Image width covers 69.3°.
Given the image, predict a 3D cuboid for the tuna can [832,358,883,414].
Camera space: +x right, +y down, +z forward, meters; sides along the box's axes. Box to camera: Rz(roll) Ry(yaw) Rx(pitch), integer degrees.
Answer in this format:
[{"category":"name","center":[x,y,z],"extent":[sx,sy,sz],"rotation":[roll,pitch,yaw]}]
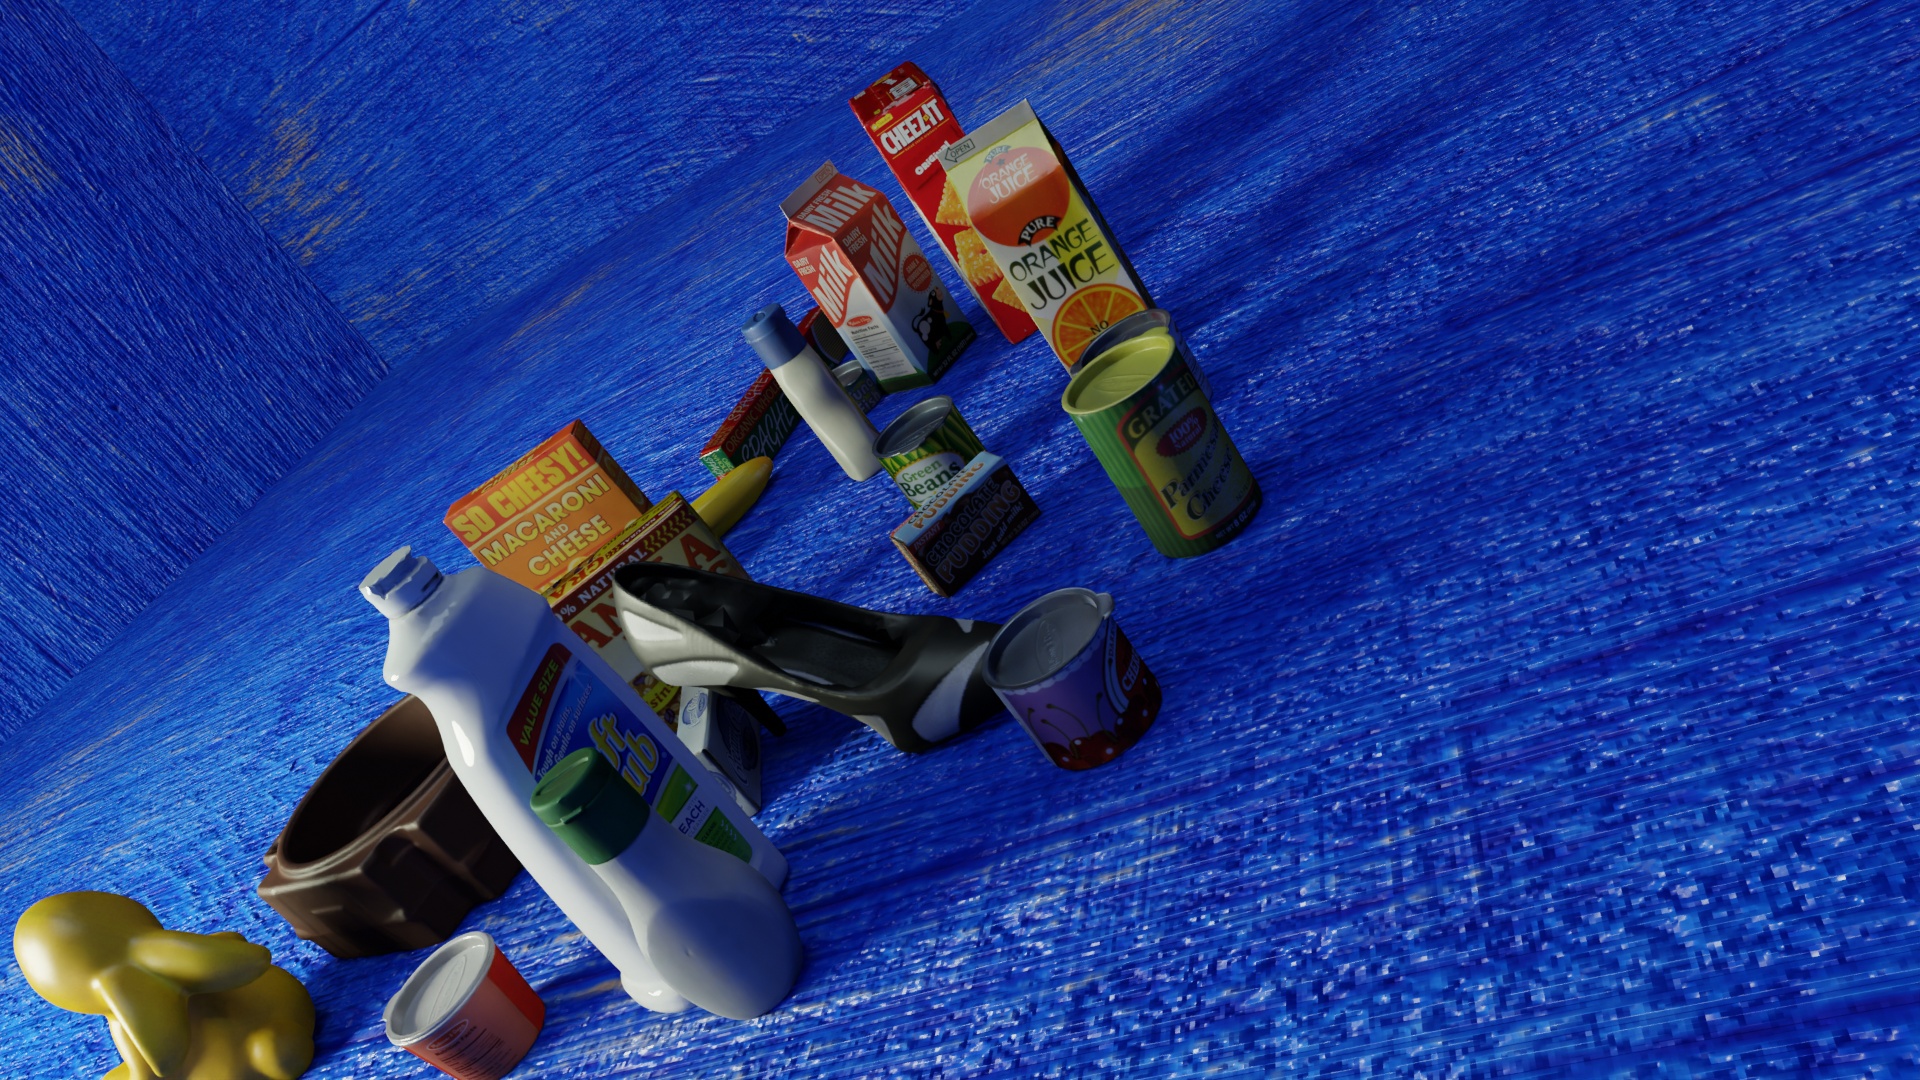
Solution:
[{"category":"tuna can","center":[-0.101,-0.128,1.223],"extent":[0.071,0.032,0.071],"rotation":[-29,26,15]}]

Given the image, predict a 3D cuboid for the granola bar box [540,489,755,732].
[{"category":"granola bar box","center":[-0.212,0.066,0.914],"extent":[0.166,0.124,0.039],"rotation":[-39,25,-7]}]

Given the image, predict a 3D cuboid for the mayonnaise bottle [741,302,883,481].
[{"category":"mayonnaise bottle","center":[-0.111,-0.115,1.075],"extent":[0.041,0.147,0.065],"rotation":[-37,24,-1]}]

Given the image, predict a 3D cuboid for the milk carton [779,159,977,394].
[{"category":"milk carton","center":[-0.076,-0.221,1.167],"extent":[0.073,0.190,0.073],"rotation":[-5,39,49]}]

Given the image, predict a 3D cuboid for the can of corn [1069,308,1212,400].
[{"category":"can of corn","center":[0.114,-0.101,0.870],"extent":[0.071,0.058,0.071],"rotation":[-29,26,15]}]

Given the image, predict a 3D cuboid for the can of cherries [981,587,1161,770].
[{"category":"can of cherries","center":[0.055,0.064,0.654],"extent":[0.071,0.058,0.072],"rotation":[-29,26,15]}]

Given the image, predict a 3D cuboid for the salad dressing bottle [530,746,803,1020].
[{"category":"salad dressing bottle","center":[-0.131,0.155,0.627],"extent":[0.064,0.147,0.044],"rotation":[-34,25,5]}]

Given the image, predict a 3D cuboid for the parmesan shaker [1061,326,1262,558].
[{"category":"parmesan shaker","center":[0.110,-0.051,0.733],"extent":[0.071,0.103,0.071],"rotation":[-29,25,16]}]

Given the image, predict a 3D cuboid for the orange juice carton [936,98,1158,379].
[{"category":"orange juice carton","center":[0.065,-0.201,0.948],"extent":[0.071,0.192,0.073],"rotation":[-29,25,15]}]

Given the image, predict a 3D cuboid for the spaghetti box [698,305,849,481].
[{"category":"spaghetti box","center":[-0.167,-0.137,1.303],"extent":[0.028,0.050,0.251],"rotation":[-18,30,35]}]

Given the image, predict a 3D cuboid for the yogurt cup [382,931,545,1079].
[{"category":"yogurt cup","center":[-0.258,0.250,0.734],"extent":[0.072,0.053,0.073],"rotation":[-29,26,15]}]

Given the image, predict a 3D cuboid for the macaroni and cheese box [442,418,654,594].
[{"category":"macaroni and cheese box","center":[-0.291,0.007,1.070],"extent":[0.123,0.166,0.040],"rotation":[-33,25,7]}]

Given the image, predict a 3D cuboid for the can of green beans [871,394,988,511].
[{"category":"can of green beans","center":[-0.018,-0.058,0.963],"extent":[0.071,0.057,0.071],"rotation":[-29,26,15]}]

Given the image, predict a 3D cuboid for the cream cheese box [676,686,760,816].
[{"category":"cream cheese box","center":[-0.141,0.118,0.818],"extent":[0.024,0.053,0.104],"rotation":[-33,25,8]}]

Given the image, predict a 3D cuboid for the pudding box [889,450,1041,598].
[{"category":"pudding box","center":[0.003,-0.011,0.863],"extent":[0.084,0.049,0.030],"rotation":[-42,25,-13]}]
